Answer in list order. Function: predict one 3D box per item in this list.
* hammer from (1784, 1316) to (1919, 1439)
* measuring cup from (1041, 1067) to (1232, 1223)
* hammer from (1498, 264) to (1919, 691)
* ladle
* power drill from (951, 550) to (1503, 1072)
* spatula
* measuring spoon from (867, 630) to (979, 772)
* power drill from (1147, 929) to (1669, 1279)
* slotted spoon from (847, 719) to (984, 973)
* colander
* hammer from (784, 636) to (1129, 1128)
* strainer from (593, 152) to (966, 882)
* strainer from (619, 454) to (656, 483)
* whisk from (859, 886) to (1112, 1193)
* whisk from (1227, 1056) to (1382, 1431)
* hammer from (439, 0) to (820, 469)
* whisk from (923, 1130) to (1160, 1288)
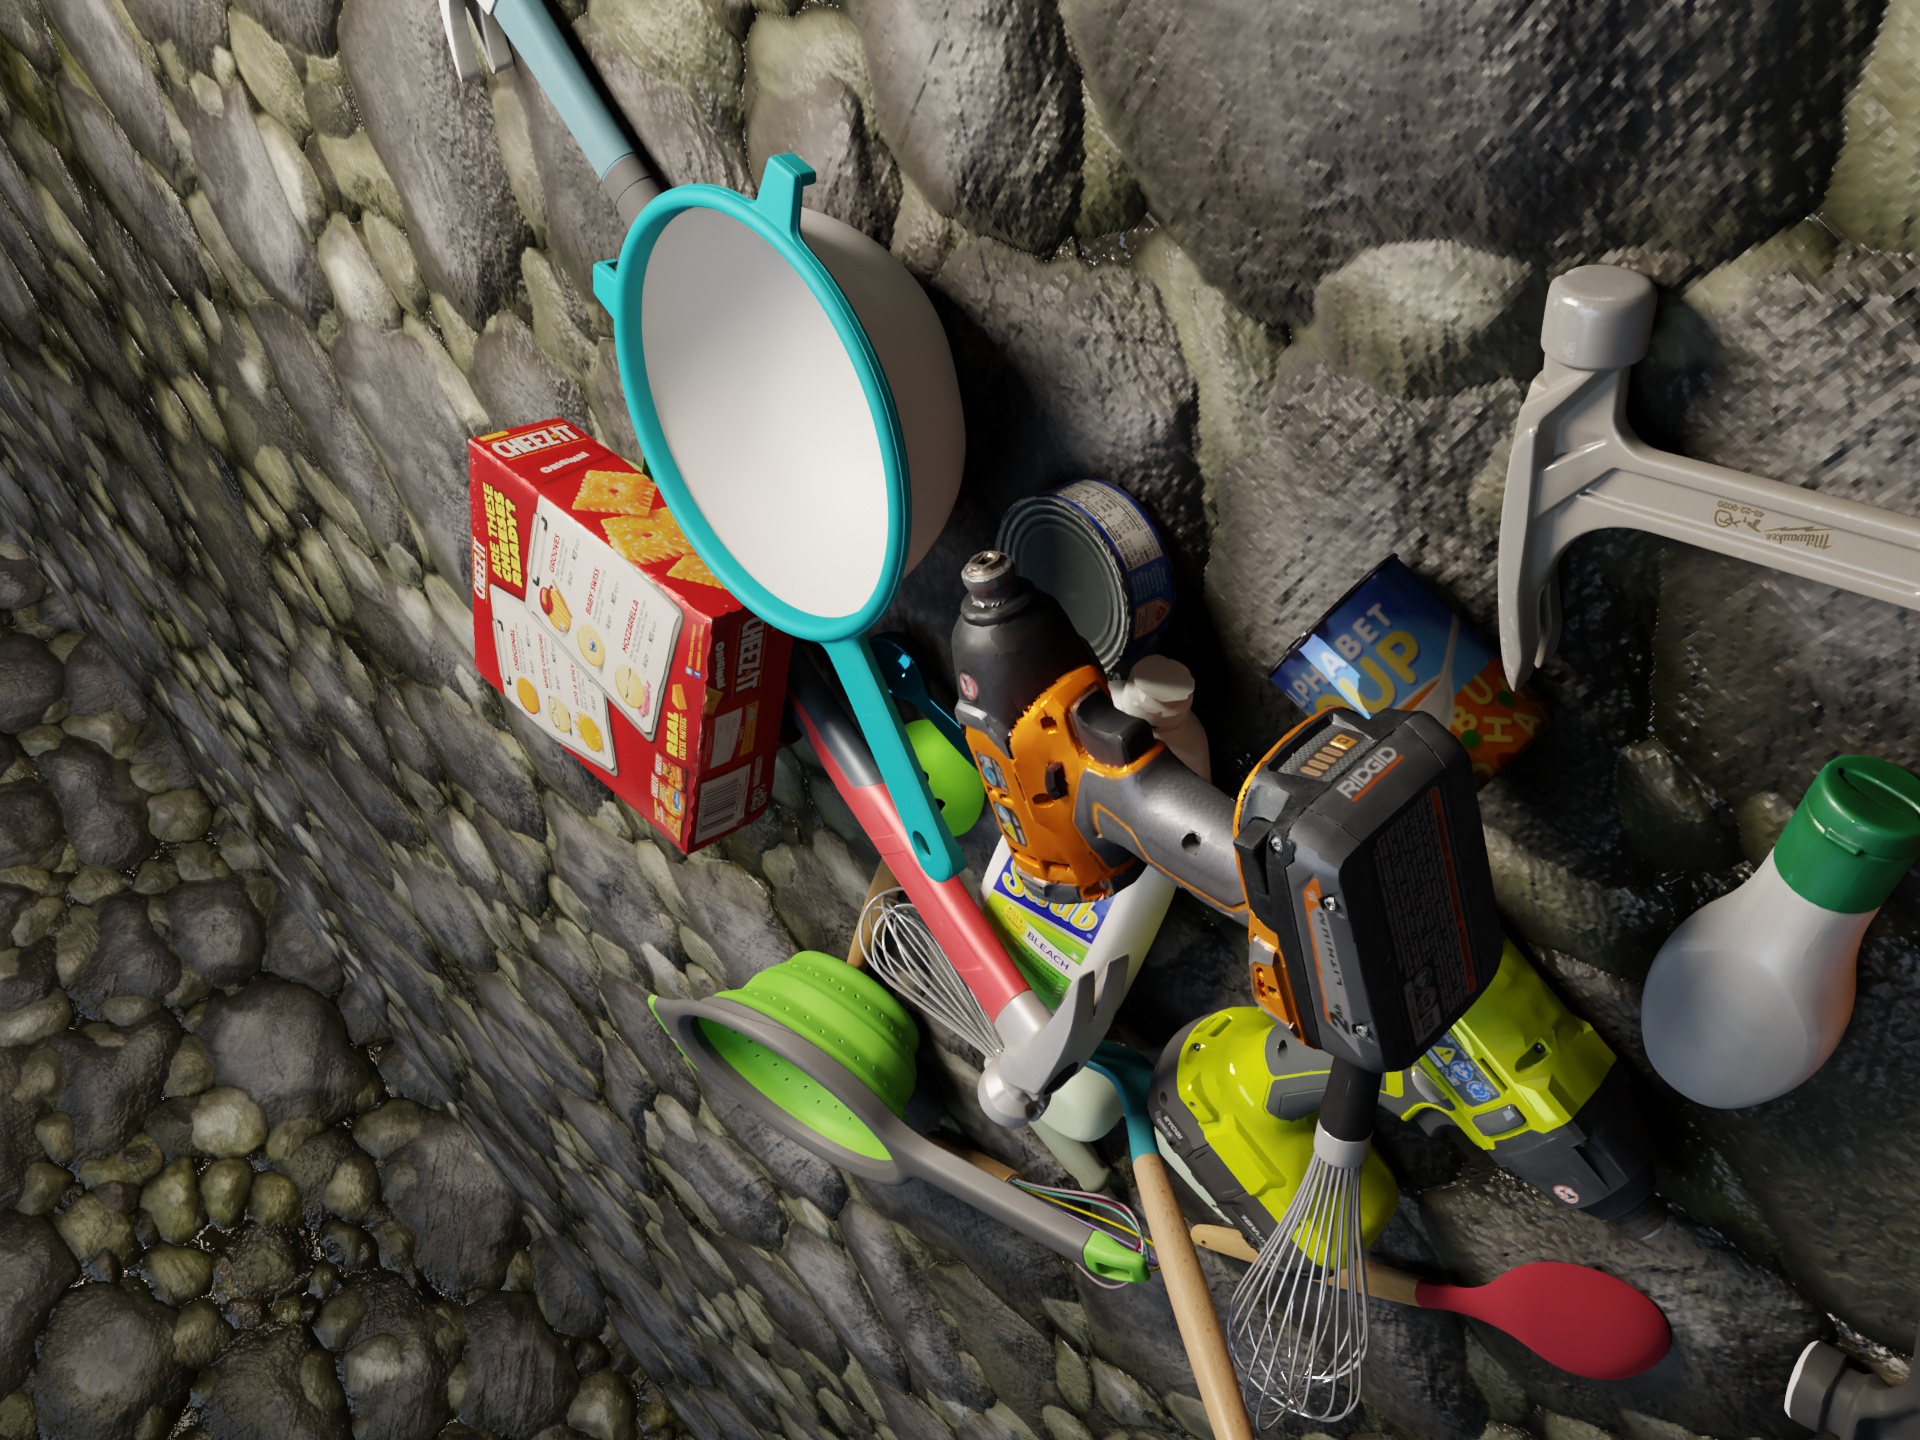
[{"bbox_3d":[0.357,0.160,0.537,0.127,0.034,0.336,20,134,44],"label":"hammer"},{"bbox_3d":[0.095,0.251,0.953,0.167,0.038,0.083,44,154,7],"label":"measuring cup"},{"bbox_3d":[0.315,-0.016,0.424,0.359,0.037,0.149,27,139,37],"label":"hammer"},{"bbox_3d":[0.227,0.298,0.847,0.315,0.031,0.069,-12,110,58],"label":"ladle"},{"bbox_3d":[0.082,0.023,0.606,0.227,0.084,0.164,24,143,49],"label":"power drill"},{"bbox_3d":[0.095,0.246,0.785,0.044,0.082,0.318,-61,22,25],"label":"spatula"},{"bbox_3d":[-0.001,-0.003,0.877,0.128,0.021,0.042,46,148,-3],"label":"measuring spoon"},{"bbox_3d":[0.197,0.177,0.727,0.171,0.080,0.223,51,145,6],"label":"power drill"},{"bbox_3d":[-0.043,0.098,1.012,0.070,0.031,0.313,42,148,14],"label":"slotted spoon"},{"bbox_3d":[-0.030,0.253,1.079,0.397,0.094,0.204,20,148,31],"label":"colander"},{"bbox_3d":[-0.047,0.027,0.862,0.387,0.038,0.143,54,144,25],"label":"hammer"},{"bbox_3d":[-0.041,-0.092,0.752,0.211,0.095,0.340,-1,115,54],"label":"strainer"},{"bbox_3d":[-0.211,-0.117,0.987,0.151,0.069,0.256,46,149,14],"label":"strainer"},{"bbox_3d":[0.021,0.205,1.004,0.246,0.059,0.058,53,-178,-11],"label":"whisk"},{"bbox_3d":[0.159,0.204,0.684,0.070,0.070,0.284,27,128,36],"label":"whisk"},{"bbox_3d":[-0.167,-0.272,0.818,0.331,0.033,0.128,58,147,-6],"label":"hammer"},{"bbox_3d":[0.048,0.329,1.096,0.245,0.047,0.051,11,129,52],"label":"whisk"}]
